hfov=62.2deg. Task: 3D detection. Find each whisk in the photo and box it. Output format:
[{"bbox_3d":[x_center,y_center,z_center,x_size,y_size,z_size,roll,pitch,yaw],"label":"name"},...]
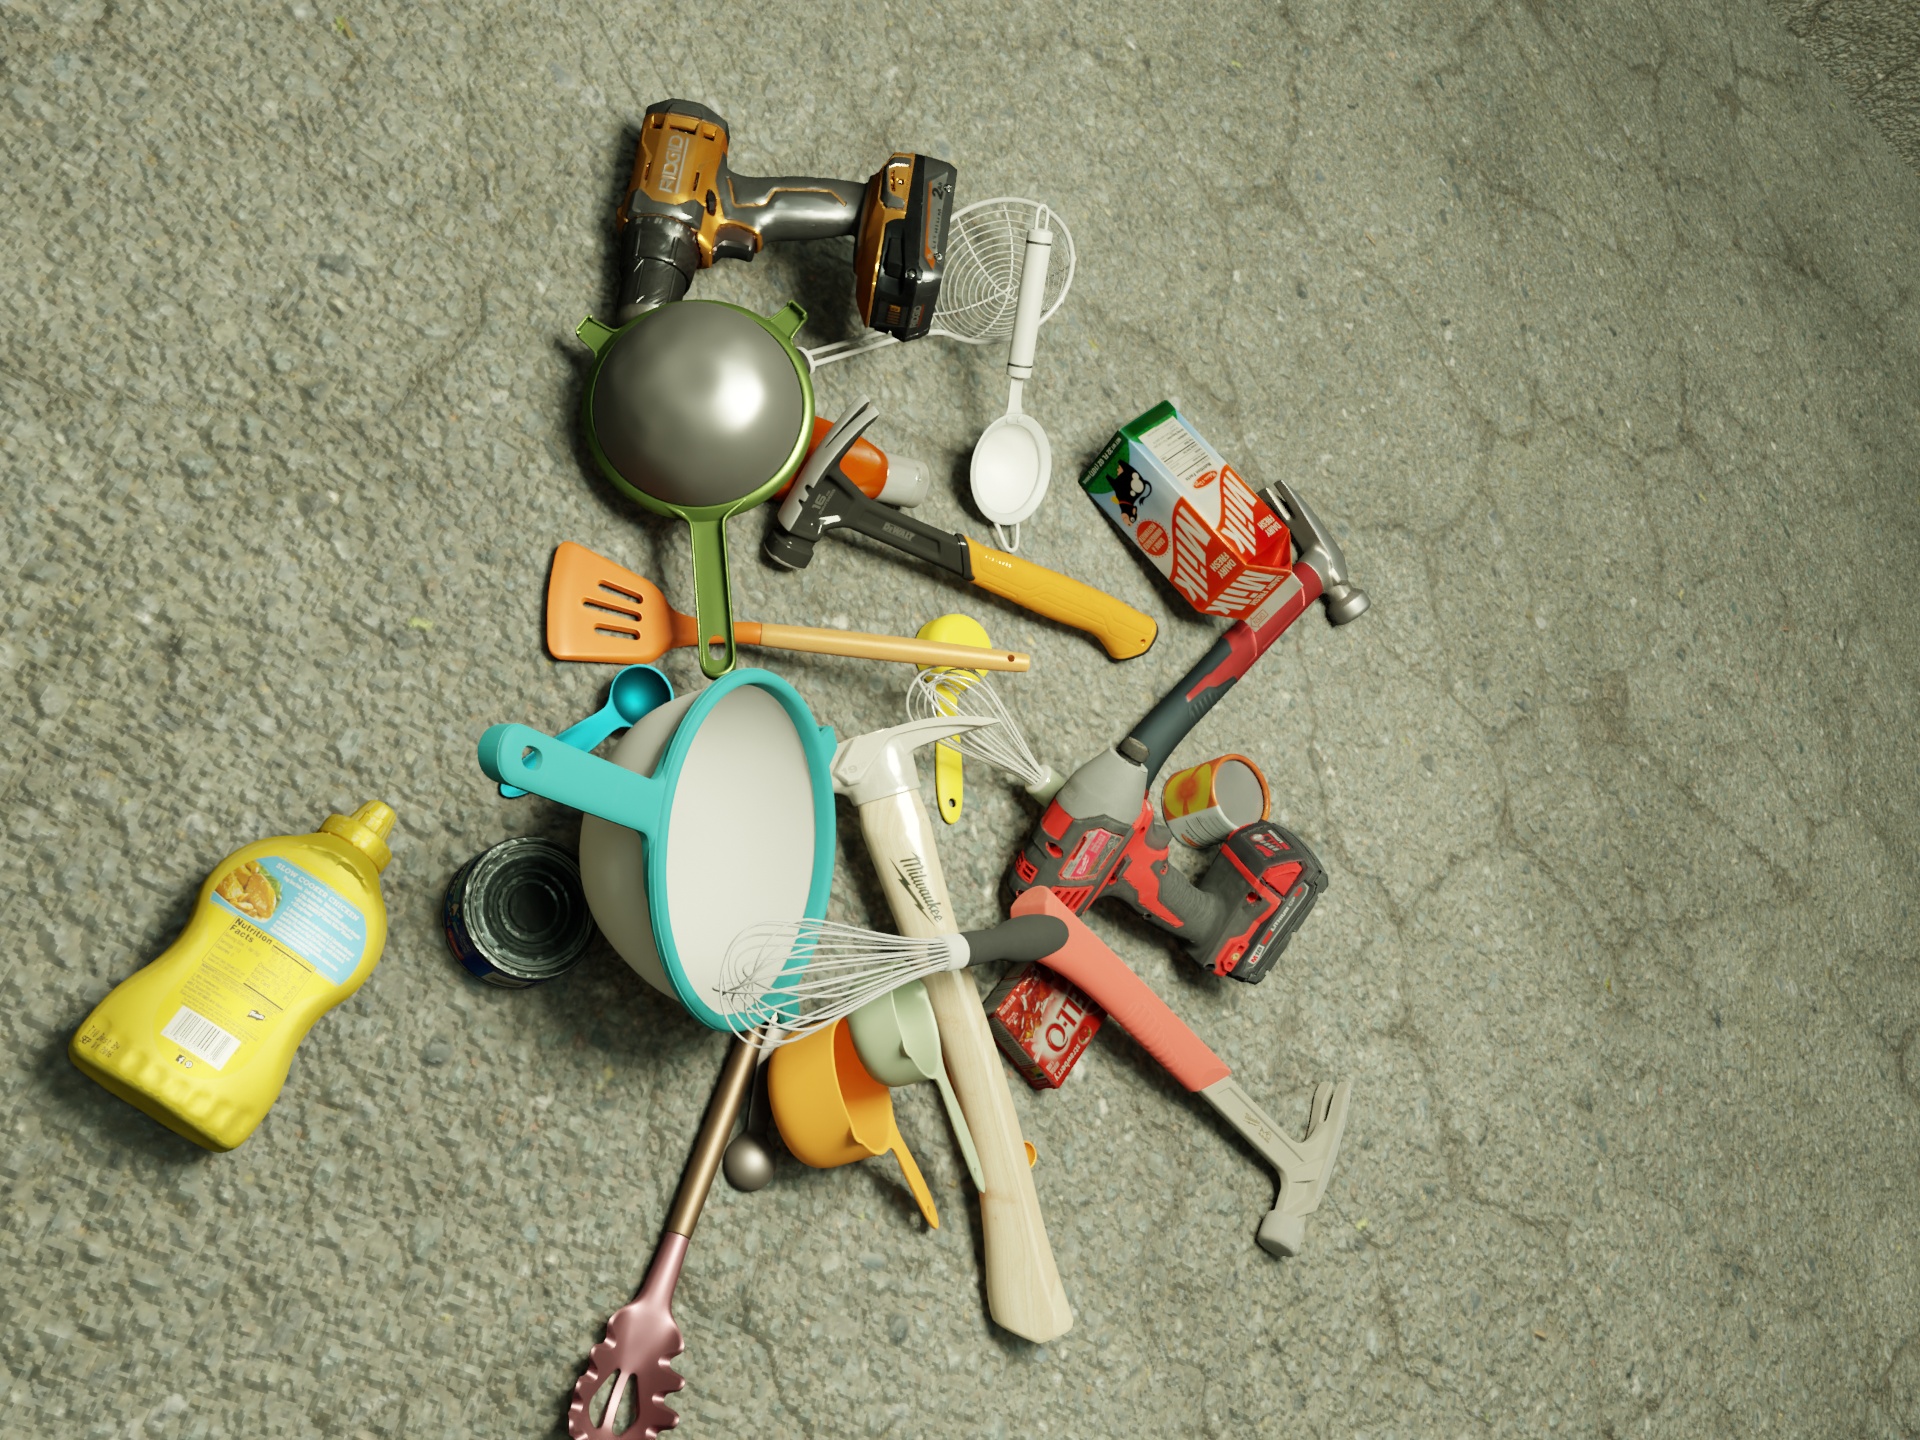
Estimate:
[{"bbox_3d":[0.051,0.039,1.154,0.059,0.058,0.246,-44,120,7],"label":"whisk"},{"bbox_3d":[-0.030,0.144,0.948,0.284,0.070,0.070,-1,75,-46],"label":"whisk"}]

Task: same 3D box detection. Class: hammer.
[{"bbox_3d":[0.010,0.201,1.052,0.146,0.038,0.411,-16,87,-7],"label":"hammer"},{"bbox_3d":[0.214,-0.061,1.326,0.386,0.038,0.143,-41,99,-38],"label":"hammer"},{"bbox_3d":[0.164,0.234,1.158,0.358,0.037,0.149,46,53,-24],"label":"hammer"},{"bbox_3d":[0.025,-0.120,1.176,0.336,0.127,0.034,20,22,-35],"label":"hammer"}]

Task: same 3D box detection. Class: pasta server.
[{"bbox_3d":[-0.154,0.276,0.936,0.060,0.040,0.316,27,58,-14],"label":"pasta server"}]

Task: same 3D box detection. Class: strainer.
[{"bbox_3d":[-0.164,-0.155,1.002,0.151,0.069,0.256,-5,80,-4],"label":"strainer"},{"bbox_3d":[-0.183,0.057,0.884,0.340,0.095,0.211,36,58,-63],"label":"strainer"},{"bbox_3d":[0.043,-0.259,1.210,0.087,0.050,0.258,-10,117,-42],"label":"strainer"}]

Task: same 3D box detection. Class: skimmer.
[{"bbox_3d":[-0.064,-0.303,1.173,0.363,0.090,0.127,-28,65,-37],"label":"skimmer"}]

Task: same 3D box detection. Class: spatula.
[{"bbox_3d":[-0.107,-0.057,1.051,0.322,0.041,0.081,6,70,-13],"label":"spatula"}]

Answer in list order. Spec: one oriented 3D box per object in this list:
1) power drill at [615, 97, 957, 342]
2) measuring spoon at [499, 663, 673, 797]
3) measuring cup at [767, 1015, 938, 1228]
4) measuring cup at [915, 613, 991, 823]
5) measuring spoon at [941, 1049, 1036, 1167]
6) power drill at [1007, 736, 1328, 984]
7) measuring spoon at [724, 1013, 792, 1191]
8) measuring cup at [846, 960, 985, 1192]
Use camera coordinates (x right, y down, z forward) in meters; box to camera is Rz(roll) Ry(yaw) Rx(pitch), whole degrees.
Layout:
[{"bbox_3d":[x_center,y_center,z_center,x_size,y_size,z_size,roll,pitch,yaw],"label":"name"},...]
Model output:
[{"bbox_3d":[-0.126,-0.328,1.106,0.226,0.084,0.185,10,68,-6],"label":"power drill"},{"bbox_3d":[-0.234,0.010,0.988,0.128,0.021,0.042,-38,100,-29],"label":"measuring spoon"},{"bbox_3d":[-0.067,0.264,0.996,0.095,0.052,0.173,-87,156,-60],"label":"measuring cup"},{"bbox_3d":[-0.002,-0.004,1.151,0.062,0.029,0.157,11,68,-33],"label":"measuring cup"},{"bbox_3d":[0.010,0.262,1.081,0.117,0.011,0.021,48,57,-9],"label":"measuring spoon"},{"bbox_3d":[0.154,0.102,1.163,0.219,0.079,0.143,23,106,-29],"label":"power drill"},{"bbox_3d":[-0.119,0.229,0.990,0.034,0.018,0.124,24,60,-28],"label":"measuring spoon"},{"bbox_3d":[-0.028,0.231,1.002,0.083,0.038,0.167,-70,140,-71],"label":"measuring cup"}]
